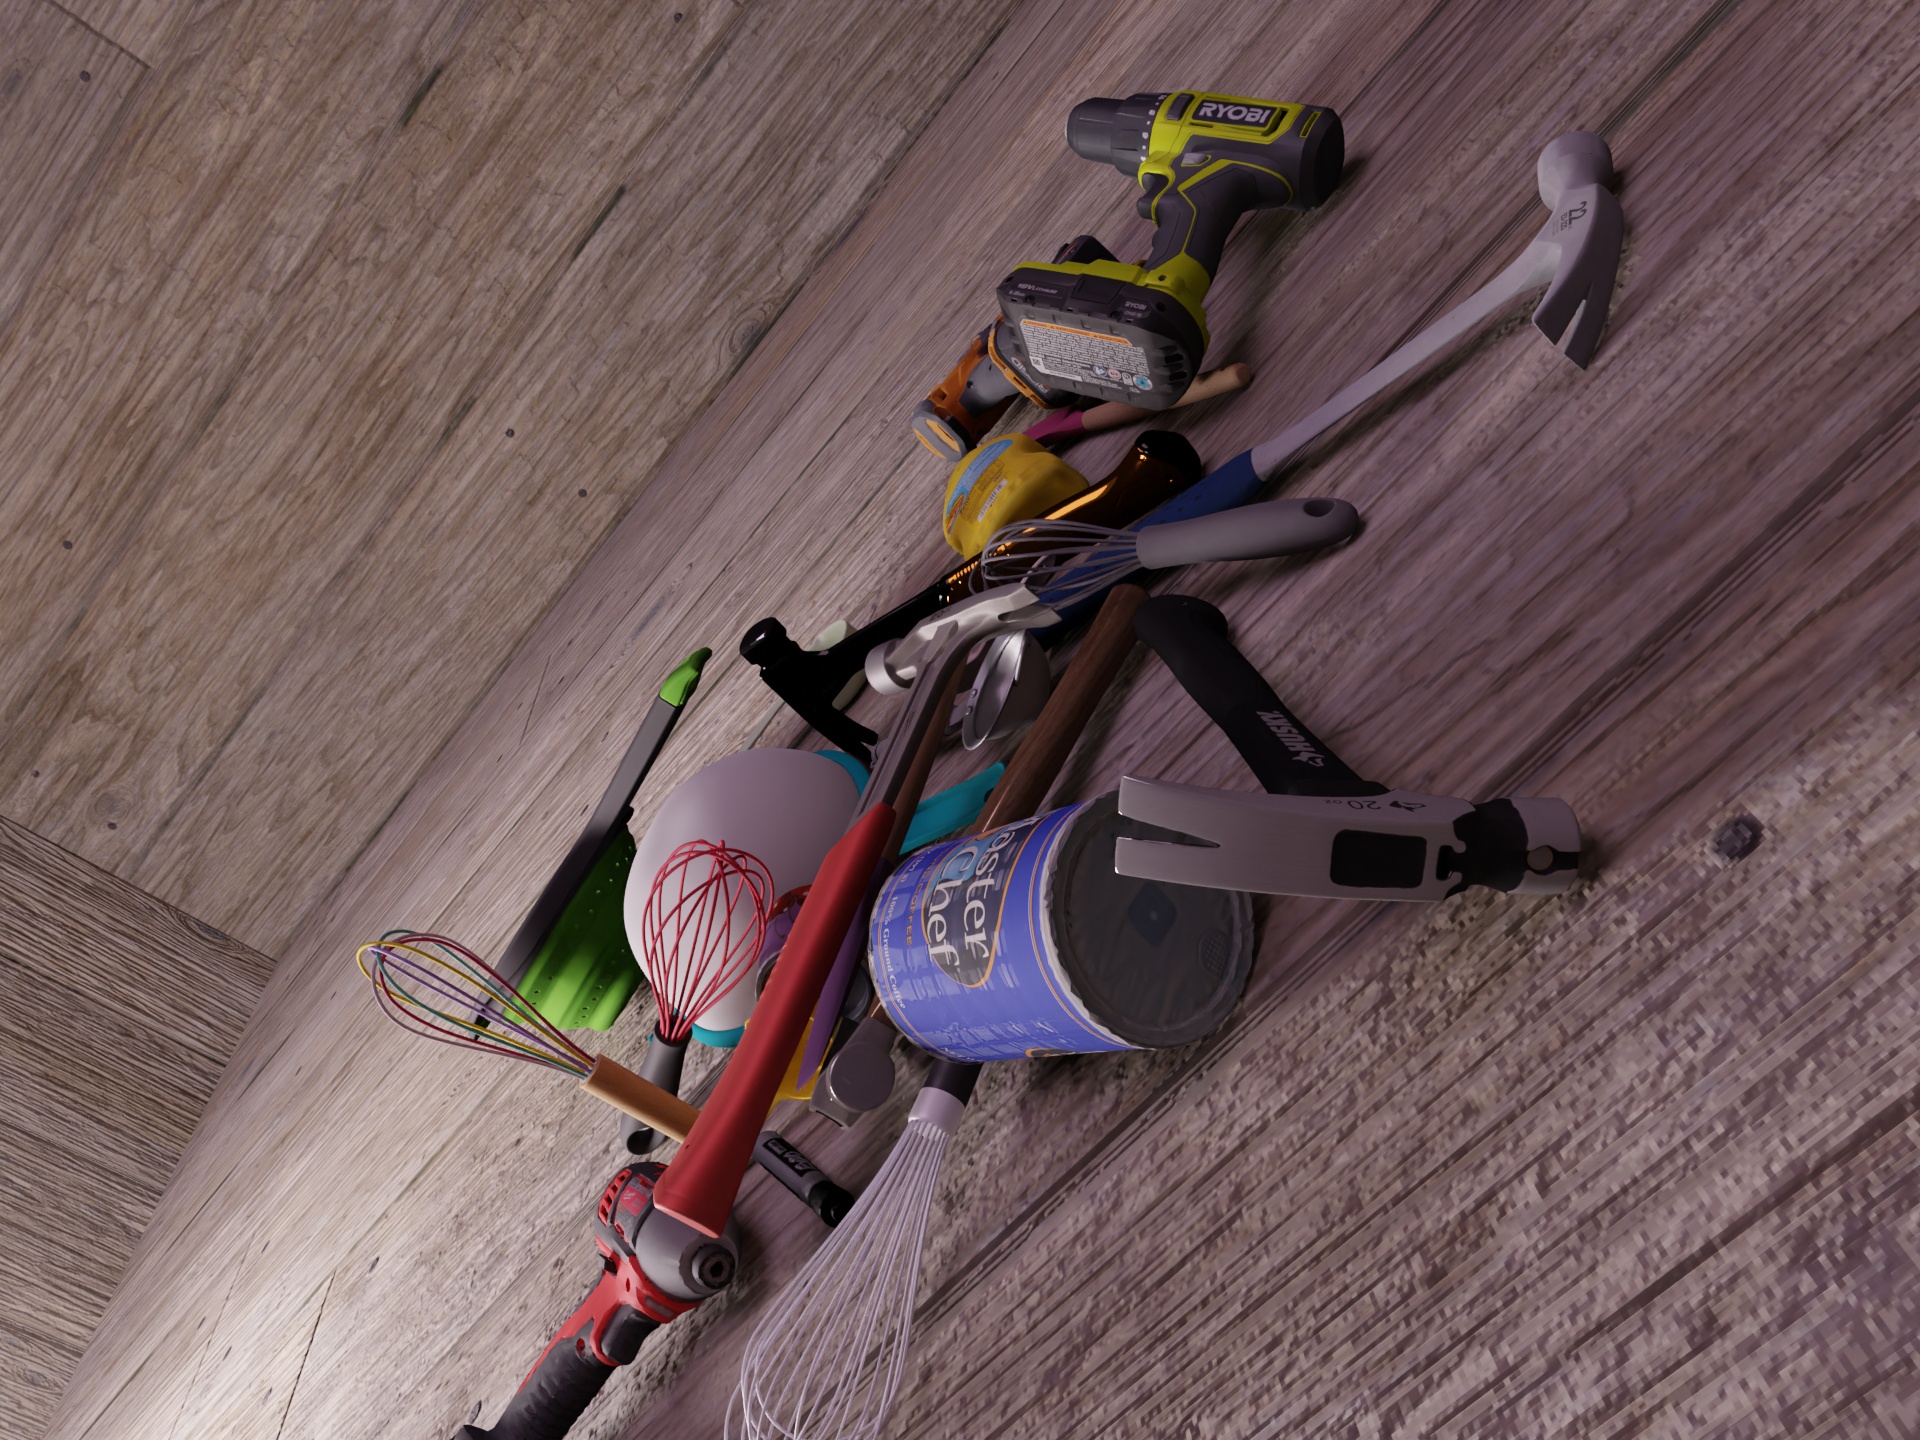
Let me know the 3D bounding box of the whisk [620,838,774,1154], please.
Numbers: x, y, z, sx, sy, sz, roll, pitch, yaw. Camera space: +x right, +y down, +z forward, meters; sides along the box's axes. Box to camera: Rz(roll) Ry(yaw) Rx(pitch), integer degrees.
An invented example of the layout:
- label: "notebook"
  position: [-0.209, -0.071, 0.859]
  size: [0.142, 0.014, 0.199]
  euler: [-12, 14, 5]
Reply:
- label: "whisk"
  position: [-0.168, 0.173, 0.947]
  size: [0.073, 0.073, 0.295]
  euler: [-81, 10, -50]

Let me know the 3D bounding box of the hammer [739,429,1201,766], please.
- label: "hammer"
  position: [0.014, -0.083, 1.028]
  size: [0.337, 0.127, 0.034]
  euler: [-29, 30, 30]

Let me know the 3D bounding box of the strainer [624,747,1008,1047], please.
- label: "strainer"
  position: [-0.110, 0.076, 0.990]
  size: [0.340, 0.095, 0.211]
  euler: [-27, 44, 41]

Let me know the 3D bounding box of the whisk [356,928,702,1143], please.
- label: "whisk"
  position: [-0.229, 0.187, 0.898]
  size: [0.047, 0.244, 0.051]
  euler: [-50, 21, 11]

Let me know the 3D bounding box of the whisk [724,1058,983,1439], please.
- label: "whisk"
  position: [-0.024, 0.204, 0.707]
  size: [0.070, 0.070, 0.285]
  euler: [-27, 29, 51]

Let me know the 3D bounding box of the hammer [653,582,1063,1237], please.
- label: "hammer"
  position: [-0.058, 0.087, 0.818]
  size: [0.149, 0.036, 0.359]
  euler: [-18, 42, 51]

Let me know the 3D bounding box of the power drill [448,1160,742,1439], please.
- label: "power drill"
  position: [-0.192, 0.343, 0.831]
  size: [0.220, 0.078, 0.143]
  euler: [-59, 21, -18]

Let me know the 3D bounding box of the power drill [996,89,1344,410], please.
- label: "power drill"
  position: [0.119, -0.321, 1.033]
  size: [0.191, 0.080, 0.228]
  euler: [19, 66, 28]

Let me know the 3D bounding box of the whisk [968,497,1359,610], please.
- label: "whisk"
  position: [0.099, -0.090, 0.836]
  size: [0.239, 0.055, 0.055]
  euler: [-4, 51, 42]

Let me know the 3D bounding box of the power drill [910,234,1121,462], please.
- label: "power drill"
  position: [0.062, -0.304, 1.258]
  size: [0.185, 0.084, 0.226]
  euler: [-52, 14, -17]

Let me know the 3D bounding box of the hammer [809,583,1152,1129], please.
- label: "hammer"
  position: [0.016, 0.063, 0.829]
  size: [0.331, 0.031, 0.130]
  euler: [-58, 1, -22]

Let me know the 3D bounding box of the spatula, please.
- label: "spatula"
  position: [-0.037, 0.059, 0.886]
  size: [0.059, 0.018, 0.316]
  euler: [-52, 16, 56]

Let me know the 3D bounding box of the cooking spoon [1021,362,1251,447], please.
- label: "cooking spoon"
  position: [0.104, -0.212, 1.109]
  size: [0.069, 0.017, 0.319]
  euler: [-41, 17, -19]

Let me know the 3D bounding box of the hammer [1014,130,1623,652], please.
- label: "hammer"
  position: [0.166, -0.139, 0.842]
  size: [0.405, 0.035, 0.144]
  euler: [-35, 28, 42]

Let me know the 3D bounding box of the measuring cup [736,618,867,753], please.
- label: "measuring cup"
  position: [-0.128, -0.007, 1.272]
  size: [0.167, 0.038, 0.083]
  euler: [-48, 22, 21]

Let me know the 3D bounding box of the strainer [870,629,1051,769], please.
- label: "strainer"
  position: [-0.002, -0.003, 0.991]
  size: [0.258, 0.050, 0.087]
  euler: [-29, 41, 59]

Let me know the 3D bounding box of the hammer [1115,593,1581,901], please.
- label: "hammer"
  position: [0.115, -0.003, 0.662]
  size: [0.335, 0.146, 0.035]
  euler: [-105, 16, -73]

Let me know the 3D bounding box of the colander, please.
- label: "colander"
  position: [-0.241, 0.112, 1.174]
  size: [0.397, 0.094, 0.205]
  euler: [-55, 5, 32]

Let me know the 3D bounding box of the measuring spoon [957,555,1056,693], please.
- label: "measuring spoon"
  position: [0.023, -0.064, 1.009]
  size: [0.018, 0.034, 0.124]
  euler: [54, 127, 26]

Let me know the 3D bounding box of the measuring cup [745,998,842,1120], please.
- label: "measuring cup"
  position: [-0.112, 0.214, 0.899]
  size: [0.156, 0.062, 0.029]
  euler: [-57, -5, 28]
